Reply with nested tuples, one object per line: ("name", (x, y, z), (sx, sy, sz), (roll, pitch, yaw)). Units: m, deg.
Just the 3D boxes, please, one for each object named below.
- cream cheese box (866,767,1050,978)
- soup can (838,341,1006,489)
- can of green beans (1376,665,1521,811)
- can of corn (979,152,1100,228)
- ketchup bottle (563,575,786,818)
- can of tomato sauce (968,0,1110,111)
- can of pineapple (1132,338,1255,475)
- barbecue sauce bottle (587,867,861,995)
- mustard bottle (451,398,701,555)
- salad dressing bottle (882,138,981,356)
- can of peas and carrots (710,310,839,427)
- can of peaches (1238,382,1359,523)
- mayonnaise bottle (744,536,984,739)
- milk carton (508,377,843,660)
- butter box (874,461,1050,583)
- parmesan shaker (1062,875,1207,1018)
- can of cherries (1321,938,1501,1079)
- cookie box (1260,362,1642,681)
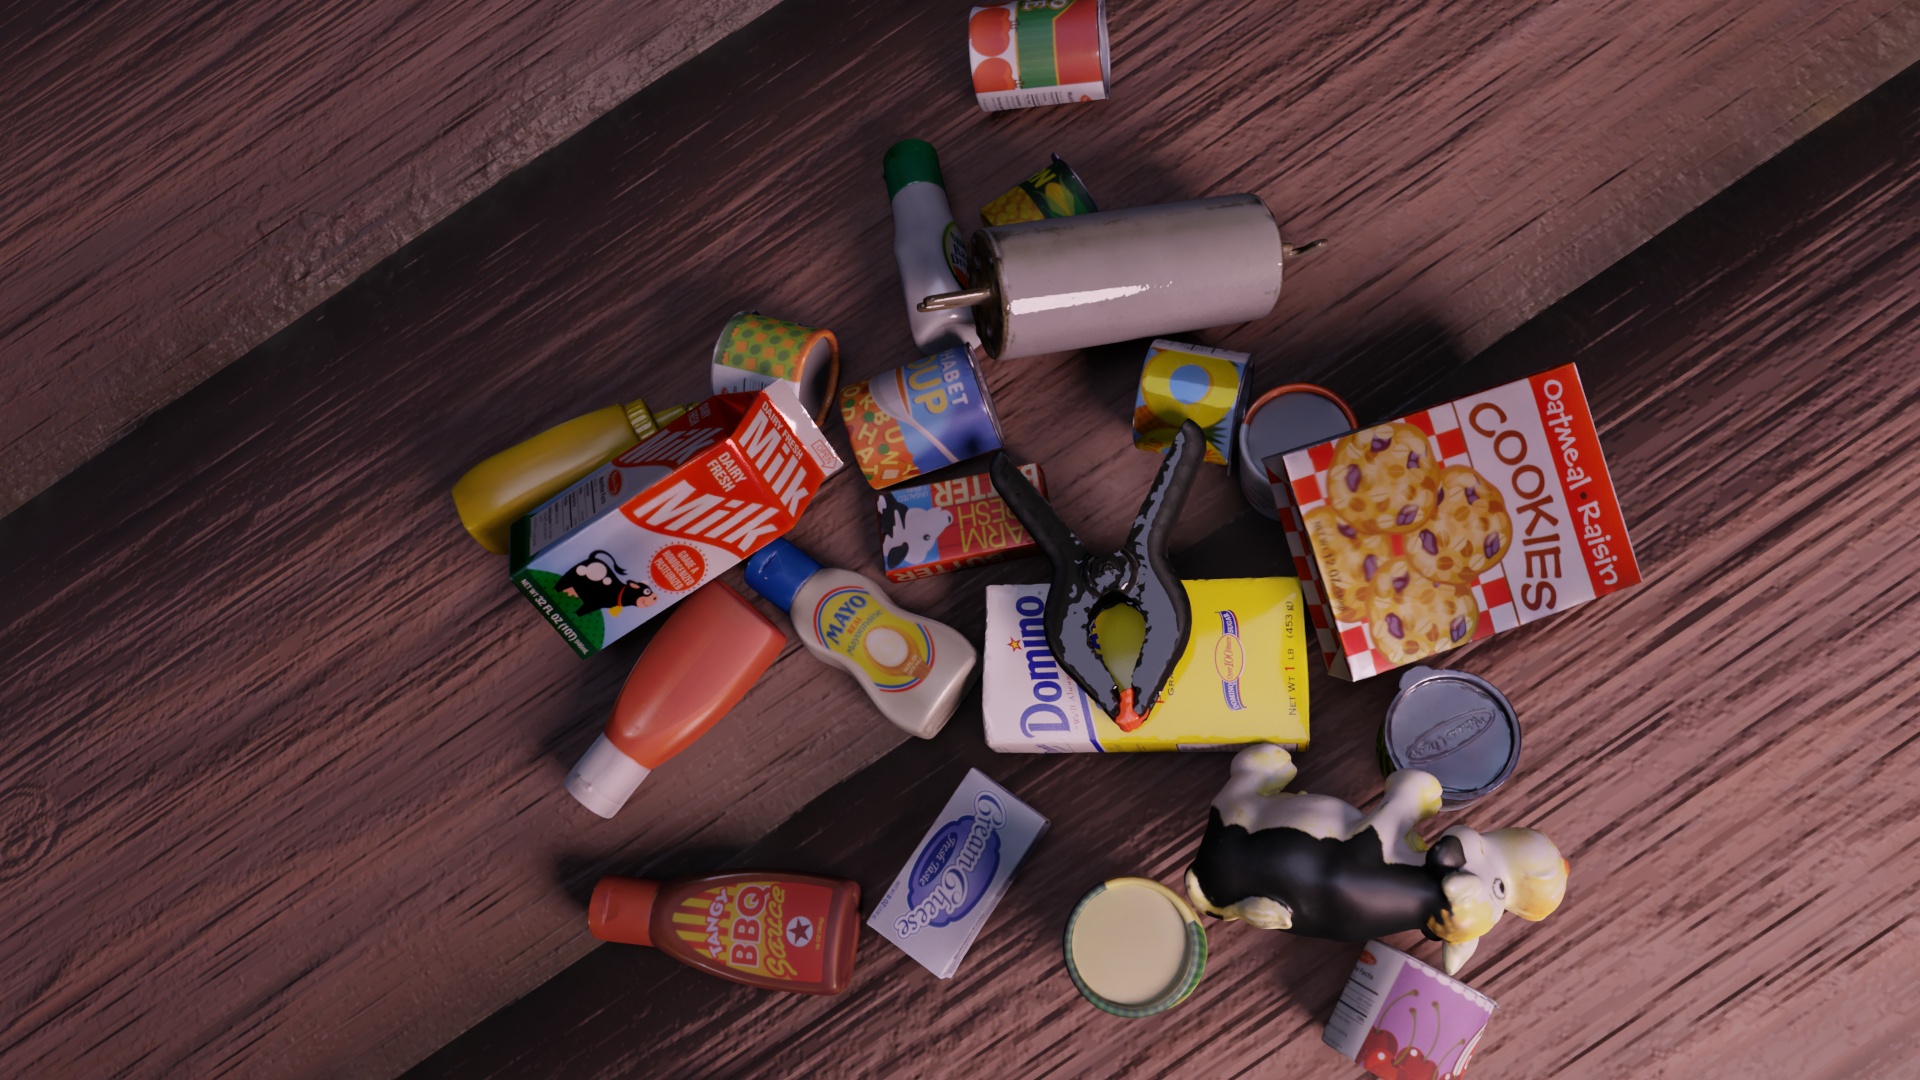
("cream cheese box", (0.000, 0.183, 0.768), (0.053, 0.024, 0.104), (32, 82, 17))
("soup can", (-0.024, -0.076, 0.829), (0.084, 0.071, 0.071), (-19, 70, 6))
("can of green beans", (0.252, 0.105, 0.723), (0.071, 0.057, 0.071), (-3, 73, 11))
("can of corn", (0.051, -0.192, 0.852), (0.058, 0.071, 0.071), (-32, 70, 1))
("ketchup bottle", (-0.172, 0.095, 0.821), (0.065, 0.043, 0.149), (37, 84, 20))
("can of tomato sauce", (0.052, -0.315, 0.890), (0.083, 0.071, 0.071), (-3, 73, 12))
("can of pineapple", (0.134, -0.078, 0.800), (0.058, 0.071, 0.071), (12, 76, 15))
("barbecue sauce bottle", (-0.132, 0.213, 0.776), (0.148, 0.043, 0.065), (3, 75, 13))
("mustard bottle", (-0.234, -0.049, 0.871), (0.160, 0.065, 0.049), (-29, 67, -5))
("salad dressing bottle", (-0.019, -0.185, 0.871), (0.044, 0.064, 0.148), (-21, 62, 15))
("can of peas and carrots", (-0.113, -0.106, 0.860), (0.059, 0.071, 0.071), (14, 77, 15))
("can of peaches", (0.192, -0.050, 0.784), (0.071, 0.058, 0.071), (-3, 73, 11))
("mayonnaise bottle", (-0.061, 0.051, 0.813), (0.148, 0.041, 0.065), (34, 82, 18))
("milk carton", (-0.167, -0.020, 0.827), (0.190, 0.072, 0.074), (-33, 31, 1))
("butter box", (0.003, -0.010, 0.828), (0.103, 0.024, 0.053), (-11, 71, 8))
("parmesan shaker", (0.087, 0.204, 0.702), (0.071, 0.103, 0.071), (-3, 73, 11))
("can of cherries", (0.222, 0.238, 0.683), (0.071, 0.071, 0.058), (26, 80, 18))
("cookie box", (0.258, -0.011, 0.732), (0.168, 0.040, 0.123), (-18, 91, -6))
